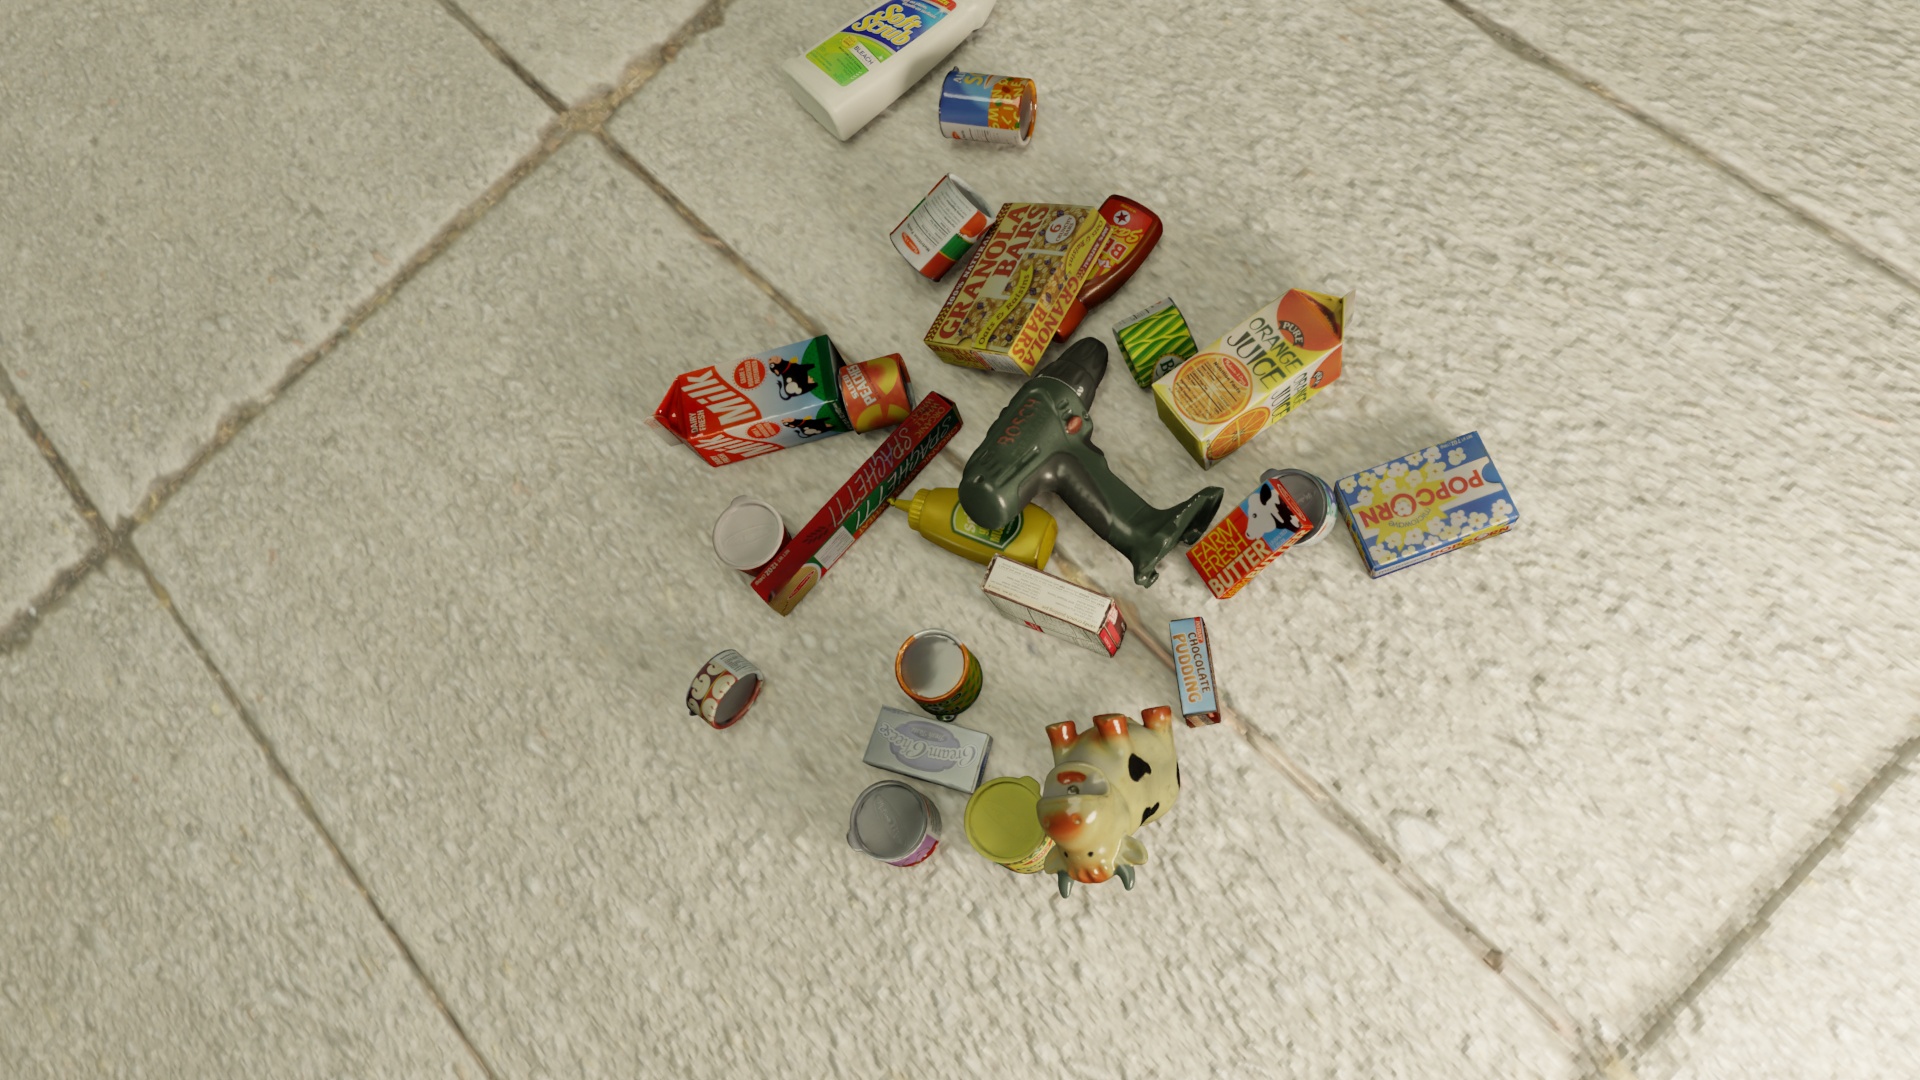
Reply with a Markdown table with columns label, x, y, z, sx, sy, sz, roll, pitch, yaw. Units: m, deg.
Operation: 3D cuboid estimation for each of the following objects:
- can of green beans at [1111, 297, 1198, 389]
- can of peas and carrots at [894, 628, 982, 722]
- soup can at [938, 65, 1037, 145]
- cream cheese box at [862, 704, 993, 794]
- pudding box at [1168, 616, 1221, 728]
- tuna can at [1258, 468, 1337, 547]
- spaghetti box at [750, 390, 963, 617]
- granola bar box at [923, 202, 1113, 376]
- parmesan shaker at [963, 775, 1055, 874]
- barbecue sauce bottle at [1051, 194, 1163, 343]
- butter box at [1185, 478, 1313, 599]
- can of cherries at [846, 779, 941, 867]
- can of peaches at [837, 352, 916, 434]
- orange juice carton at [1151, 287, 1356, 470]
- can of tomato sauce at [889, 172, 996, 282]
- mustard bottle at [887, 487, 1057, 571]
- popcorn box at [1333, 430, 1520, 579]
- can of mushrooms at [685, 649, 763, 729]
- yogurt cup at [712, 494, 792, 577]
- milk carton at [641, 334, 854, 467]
| label | x | y | z | sx | sy | sz | roll | pitch | yaw |
| --- | --- | --- | --- | --- | --- | --- | --- | --- | --- |
| can of green beans | 0.177 | -0.178 | 1.260 | 0.058 | 0.071 | 0.071 | -26 | 67 | 4 |
| can of peas and carrots | -0.019 | 0.117 | 1.202 | 0.071 | 0.058 | 0.071 | -4 | 70 | 12 |
| soup can | 0.028 | -0.434 | 1.385 | 0.084 | 0.071 | 0.071 | 10 | 73 | 16 |
| cream cheese box | -0.028 | 0.181 | 1.199 | 0.104 | 0.024 | 0.053 | 13 | 74 | 17 |
| pudding box | 0.196 | 0.111 | 1.160 | 0.030 | 0.049 | 0.084 | -10 | 68 | 11 |
| tuna can | 0.285 | -0.029 | 1.188 | 0.071 | 0.033 | 0.071 | -4 | 83 | 31 |
| spaghetti box | -0.092 | -0.035 | 1.278 | 0.029 | 0.050 | 0.250 | 40 | 83 | 21 |
| granola bar box | 0.052 | -0.238 | 1.297 | 0.124 | 0.039 | 0.166 | 17 | 73 | 47 |
| parmesan shaker | 0.048 | 0.230 | 1.121 | 0.071 | 0.103 | 0.071 | -4 | 71 | 12 |
| barbecue sauce bottle | 0.126 | -0.254 | 1.311 | 0.065 | 0.043 | 0.149 | 33 | 81 | 22 |
| butter box | 0.244 | -0.001 | 1.177 | 0.103 | 0.024 | 0.053 | -46 | 64 | 29 |
| can of cherries | -0.056 | 0.239 | 1.166 | 0.071 | 0.058 | 0.071 | -4 | 71 | 11 |
| can of peaches | -0.077 | -0.139 | 1.301 | 0.058 | 0.071 | 0.071 | -13 | 68 | 7 |
| orange juice carton | 0.270 | -0.153 | 1.227 | 0.193 | 0.071 | 0.073 | -35 | 67 | -1 |
| can of tomato sauce | -0.016 | -0.301 | 1.335 | 0.083 | 0.071 | 0.071 | -43 | 65 | 21 |
| mustard bottle | 0.004 | -0.016 | 1.249 | 0.160 | 0.048 | 0.065 | 15 | 70 | 17 |
| popcorn box | 0.391 | -0.029 | 1.173 | 0.127 | 0.038 | 0.085 | -20 | 66 | 5 |
| can of mushrooms | -0.210 | 0.135 | 1.236 | 0.033 | 0.071 | 0.071 | 33 | 81 | 20 |
| yogurt cup | -0.188 | 0.002 | 1.284 | 0.072 | 0.054 | 0.072 | -4 | 70 | 12 |
| milk carton | -0.202 | -0.126 | 1.324 | 0.190 | 0.072 | 0.073 | -14 | 69 | 8 |
